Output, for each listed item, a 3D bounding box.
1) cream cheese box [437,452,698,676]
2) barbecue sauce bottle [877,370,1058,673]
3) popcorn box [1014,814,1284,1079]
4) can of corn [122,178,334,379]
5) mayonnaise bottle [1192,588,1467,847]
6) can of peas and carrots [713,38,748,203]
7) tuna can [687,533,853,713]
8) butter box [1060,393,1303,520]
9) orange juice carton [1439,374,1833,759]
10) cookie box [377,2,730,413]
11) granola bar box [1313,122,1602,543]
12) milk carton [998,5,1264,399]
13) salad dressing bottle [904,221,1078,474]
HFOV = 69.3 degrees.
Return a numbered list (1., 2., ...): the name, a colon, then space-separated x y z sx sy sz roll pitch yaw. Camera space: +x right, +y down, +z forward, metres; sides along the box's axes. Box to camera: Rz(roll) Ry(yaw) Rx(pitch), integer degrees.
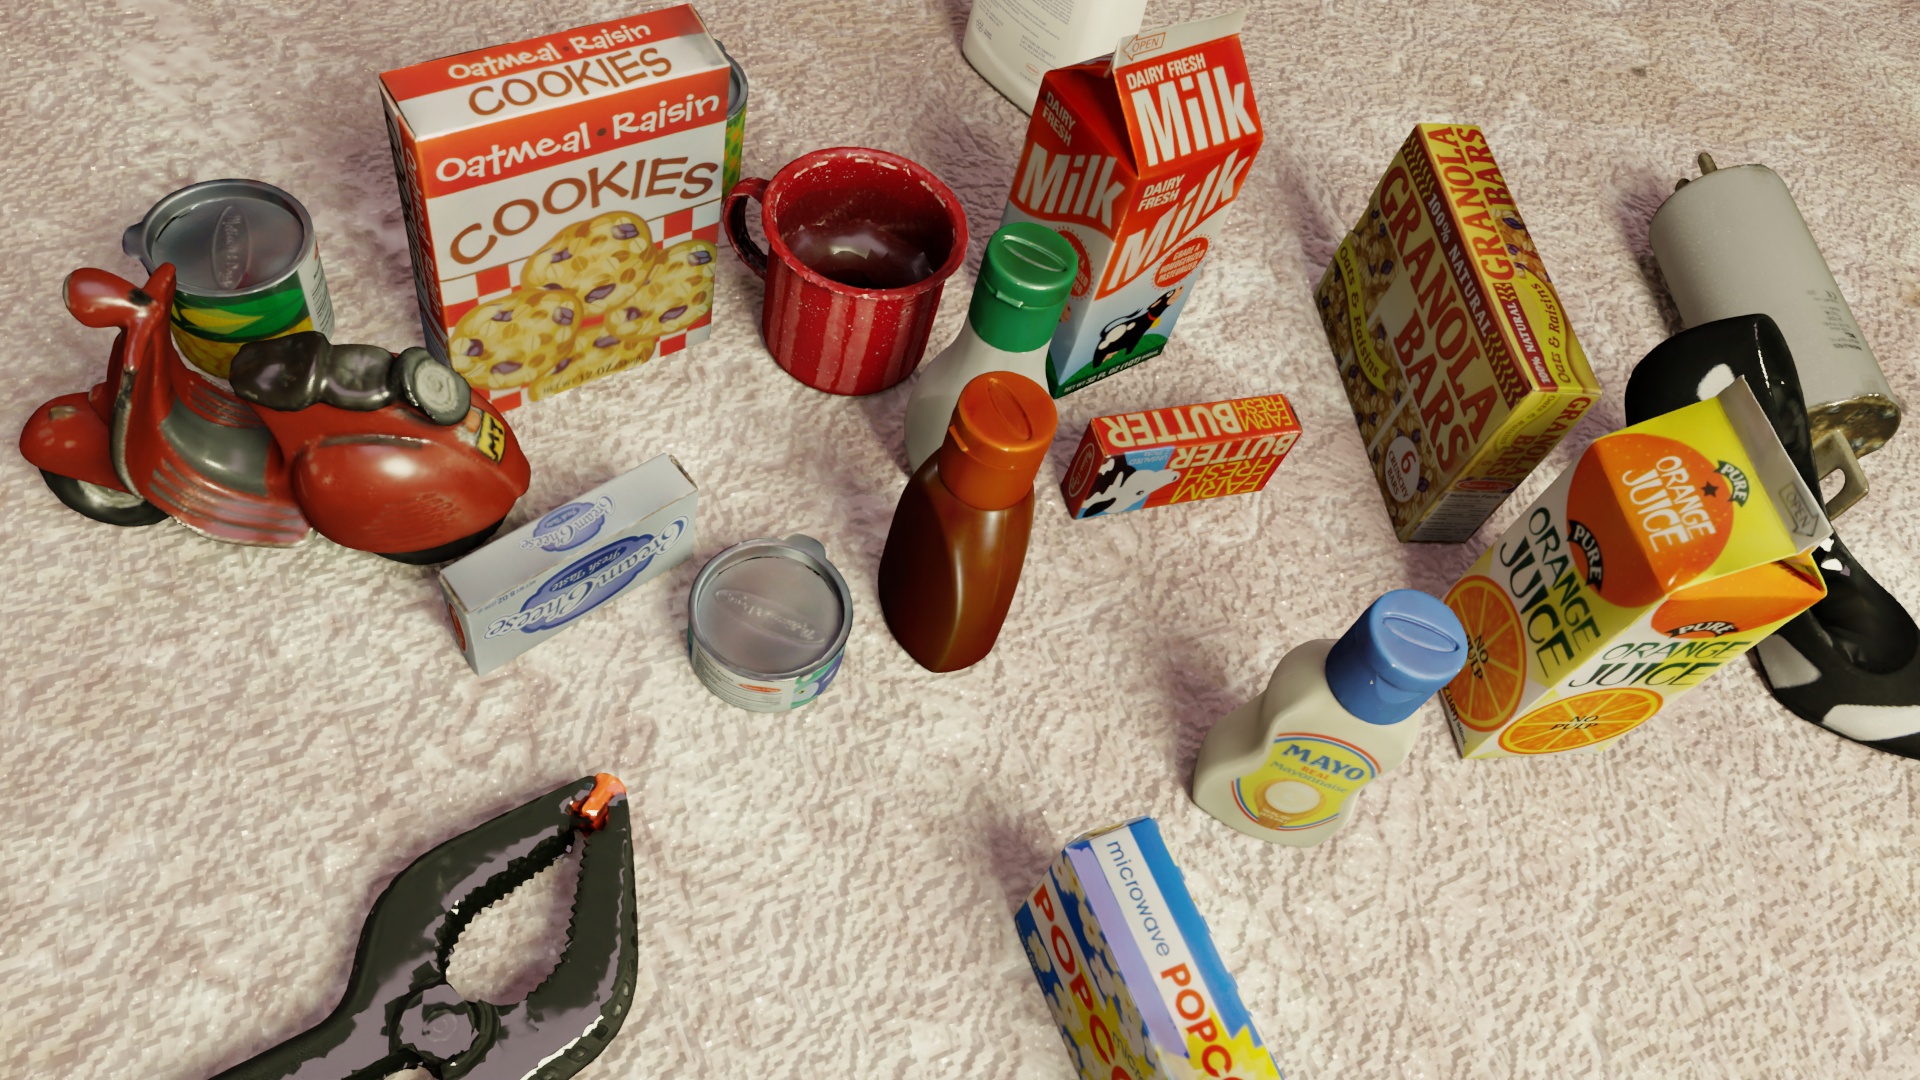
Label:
1. cream cheese box: -0.154 0.009 0.555 0.104 0.053 0.024 -33 70 -29
2. barbecue sauce bottle: 0.002 -0.007 0.545 0.044 0.147 0.065 -18 64 -23
3. popcorn box: 0.067 0.170 0.484 0.038 0.084 0.127 -14 62 -21
4. can of corn: -0.309 -0.110 0.593 0.071 0.058 0.071 6 57 -9
5. mayonnaise bottle: 0.140 0.070 0.529 0.065 0.147 0.041 21 56 0
6. can of peas and carrots: -0.141 -0.209 0.697 0.071 0.058 0.071 6 57 -9
7. tuna can: -0.078 0.033 0.570 0.071 0.032 0.071 6 56 -9
8. butter box: 0.103 -0.039 0.648 0.104 0.052 0.024 -9 60 -19
9. orange juice carton: 0.271 0.019 0.567 0.073 0.191 0.072 0 58 -13
10. cookie box: -0.163 -0.131 0.575 0.123 0.166 0.040 -25 66 -26
11. granola bar box: 0.233 -0.100 0.676 0.039 0.123 0.166 0 58 -14
12. milk carton: 0.073 -0.158 0.636 0.072 0.189 0.073 -24 66 -26
13. salad dressing bottle: 0.014 -0.070 0.590 0.064 0.146 0.044 28 56 5
